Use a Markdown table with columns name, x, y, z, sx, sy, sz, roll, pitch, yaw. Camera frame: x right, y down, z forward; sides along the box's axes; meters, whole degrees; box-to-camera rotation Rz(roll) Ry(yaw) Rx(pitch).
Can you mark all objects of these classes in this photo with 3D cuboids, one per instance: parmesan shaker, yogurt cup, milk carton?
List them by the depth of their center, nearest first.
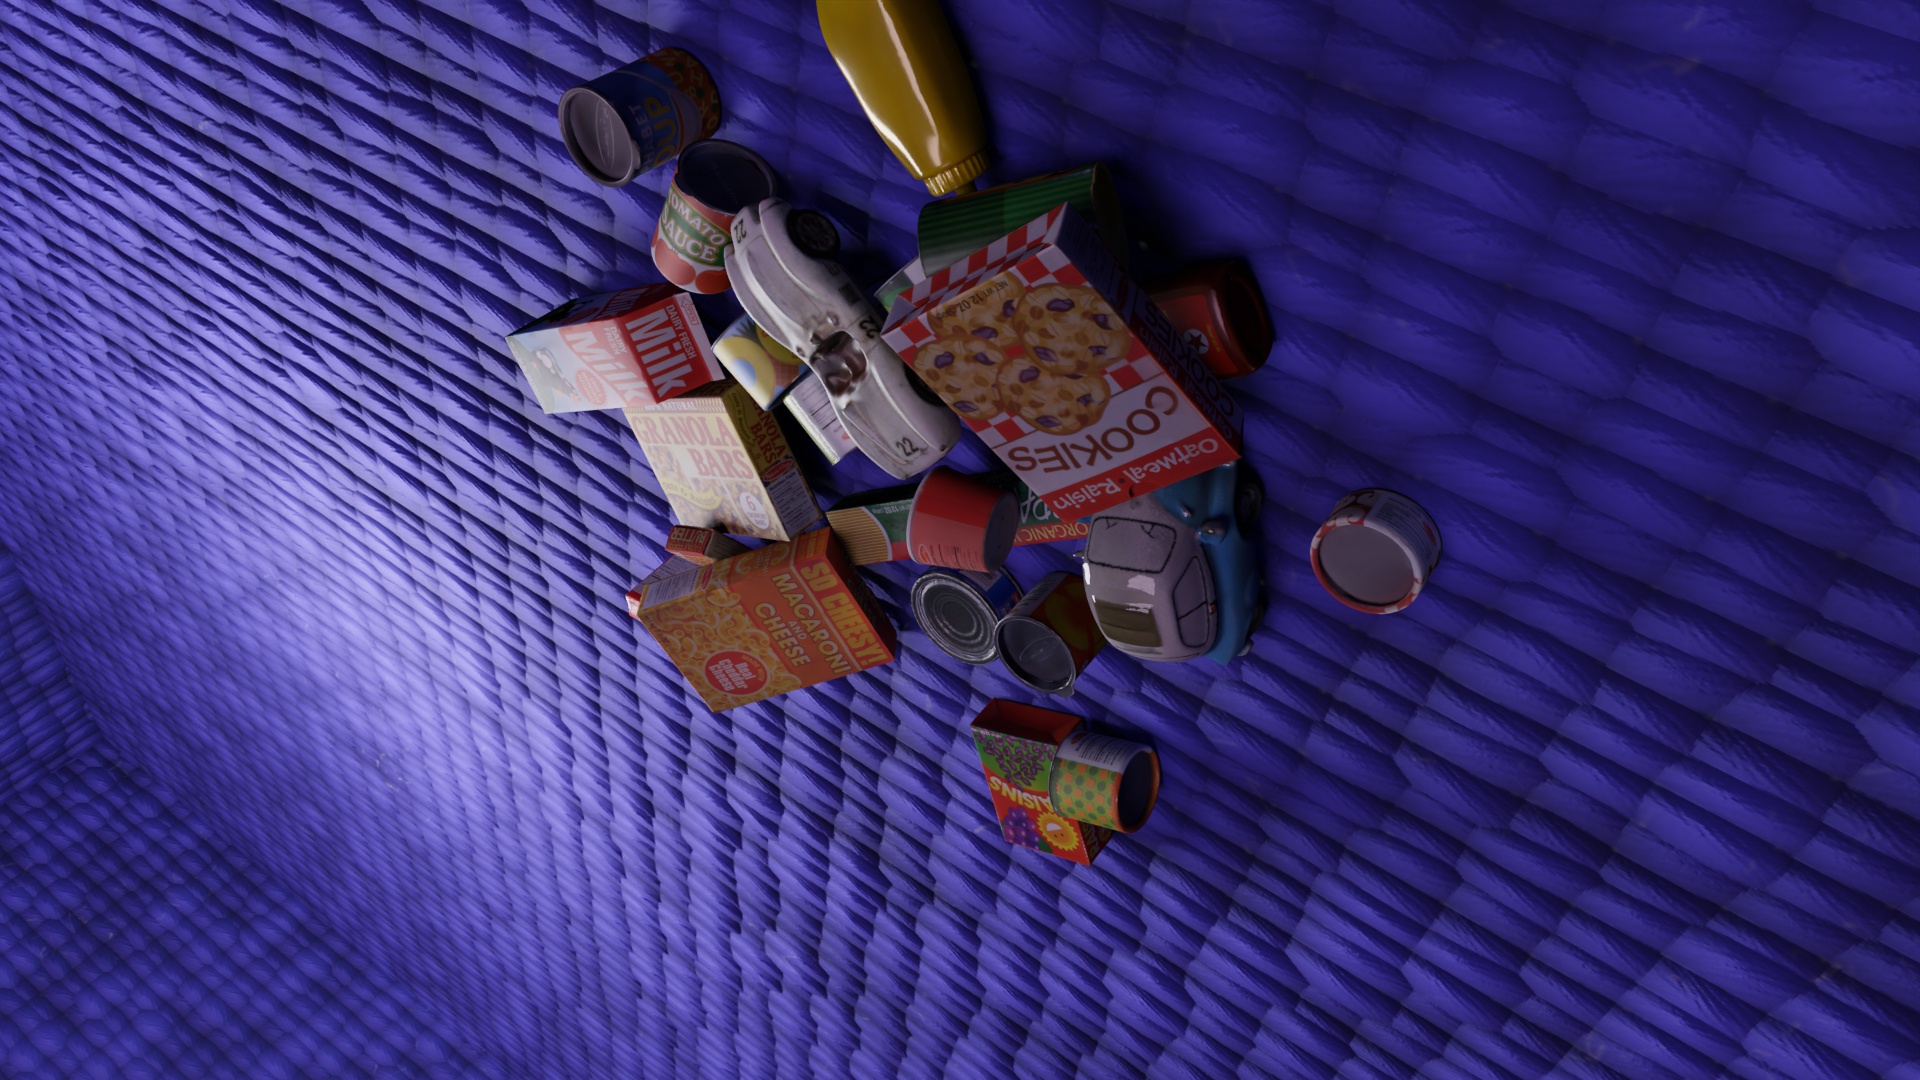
| name | x | y | z | sx | sy | sz | roll | pitch | yaw |
| --- | --- | --- | --- | --- | --- | --- | --- | --- | --- |
| parmesan shaker | 0.034 | -0.167 | 0.768 | 0.103 | 0.072 | 0.071 | -8 | 119 | 19 |
| yogurt cup | 0.003 | -0.011 | 0.911 | 0.054 | 0.073 | 0.072 | 15 | 131 | 23 |
| milk carton | -0.255 | -0.148 | 1.064 | 0.190 | 0.074 | 0.072 | 2 | 123 | 40 |

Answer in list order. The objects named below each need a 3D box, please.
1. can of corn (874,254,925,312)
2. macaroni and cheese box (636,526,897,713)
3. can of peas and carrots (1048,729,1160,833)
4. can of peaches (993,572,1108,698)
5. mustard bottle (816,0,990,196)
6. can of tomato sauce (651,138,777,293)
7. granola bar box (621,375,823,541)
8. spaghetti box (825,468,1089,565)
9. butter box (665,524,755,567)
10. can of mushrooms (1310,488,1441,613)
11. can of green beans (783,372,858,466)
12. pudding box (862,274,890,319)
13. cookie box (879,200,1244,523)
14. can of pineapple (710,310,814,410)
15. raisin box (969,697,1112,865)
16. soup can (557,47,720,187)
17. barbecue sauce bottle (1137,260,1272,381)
| name | x | y | z | sx | sy | sz | roll | pitch | yaw |
| --- | --- | --- | --- | --- | --- | --- | --- | --- | --- |
| can of corn | -0.010 | -0.148 | 0.854 | 0.058 | 0.071 | 0.071 | 51 | 140 | -6 |
| macaroni and cheese box | -0.151 | 0.065 | 1.102 | 0.166 | 0.040 | 0.123 | -18 | 127 | 16 |
| can of peas and carrots | 0.107 | 0.179 | 1.022 | 0.059 | 0.071 | 0.070 | 7 | 127 | 37 |
| can of peaches | 0.068 | 0.066 | 0.969 | 0.071 | 0.058 | 0.070 | 23 | 135 | 25 |
| mustard bottle | -0.022 | -0.250 | 0.793 | 0.065 | 0.049 | 0.159 | -6 | 120 | 47 |
| can of tomato sauce | -0.168 | -0.216 | 0.933 | 0.071 | 0.071 | 0.082 | 43 | 141 | 4 |
| granola bar box | -0.189 | -0.066 | 1.082 | 0.165 | 0.039 | 0.123 | 6 | 126 | 50 |
| spaghetti box | 0.001 | -0.019 | 0.980 | 0.249 | 0.029 | 0.050 | -7 | 116 | 45 |
| butter box | -0.185 | 0.017 | 1.135 | 0.053 | 0.024 | 0.103 | 6 | 163 | 43 |
| can of mushrooms | 0.235 | 0.008 | 0.792 | 0.071 | 0.034 | 0.070 | 23 | 135 | 25 |
| can of green beans | -0.080 | -0.094 | 0.960 | 0.058 | 0.071 | 0.071 | 53 | 140 | -6 |
| pudding box | -0.043 | -0.129 | 0.926 | 0.083 | 0.030 | 0.049 | 52 | 139 | -6 |
| cookie box | 0.058 | -0.089 | 0.759 | 0.122 | 0.040 | 0.167 | -22 | 127 | 38 |
| can of pineapple | -0.130 | -0.134 | 0.971 | 0.058 | 0.071 | 0.070 | 49 | 140 | -3 |
| raisin box | 0.064 | 0.189 | 1.090 | 0.086 | 0.040 | 0.123 | 7 | 125 | 37 |
| soup can | -0.206 | -0.276 | 0.906 | 0.071 | 0.084 | 0.071 | 24 | 136 | 25 |
| barbecue sauce bottle | 0.101 | -0.117 | 0.798 | 0.148 | 0.044 | 0.064 | -4 | 124 | 44 |
